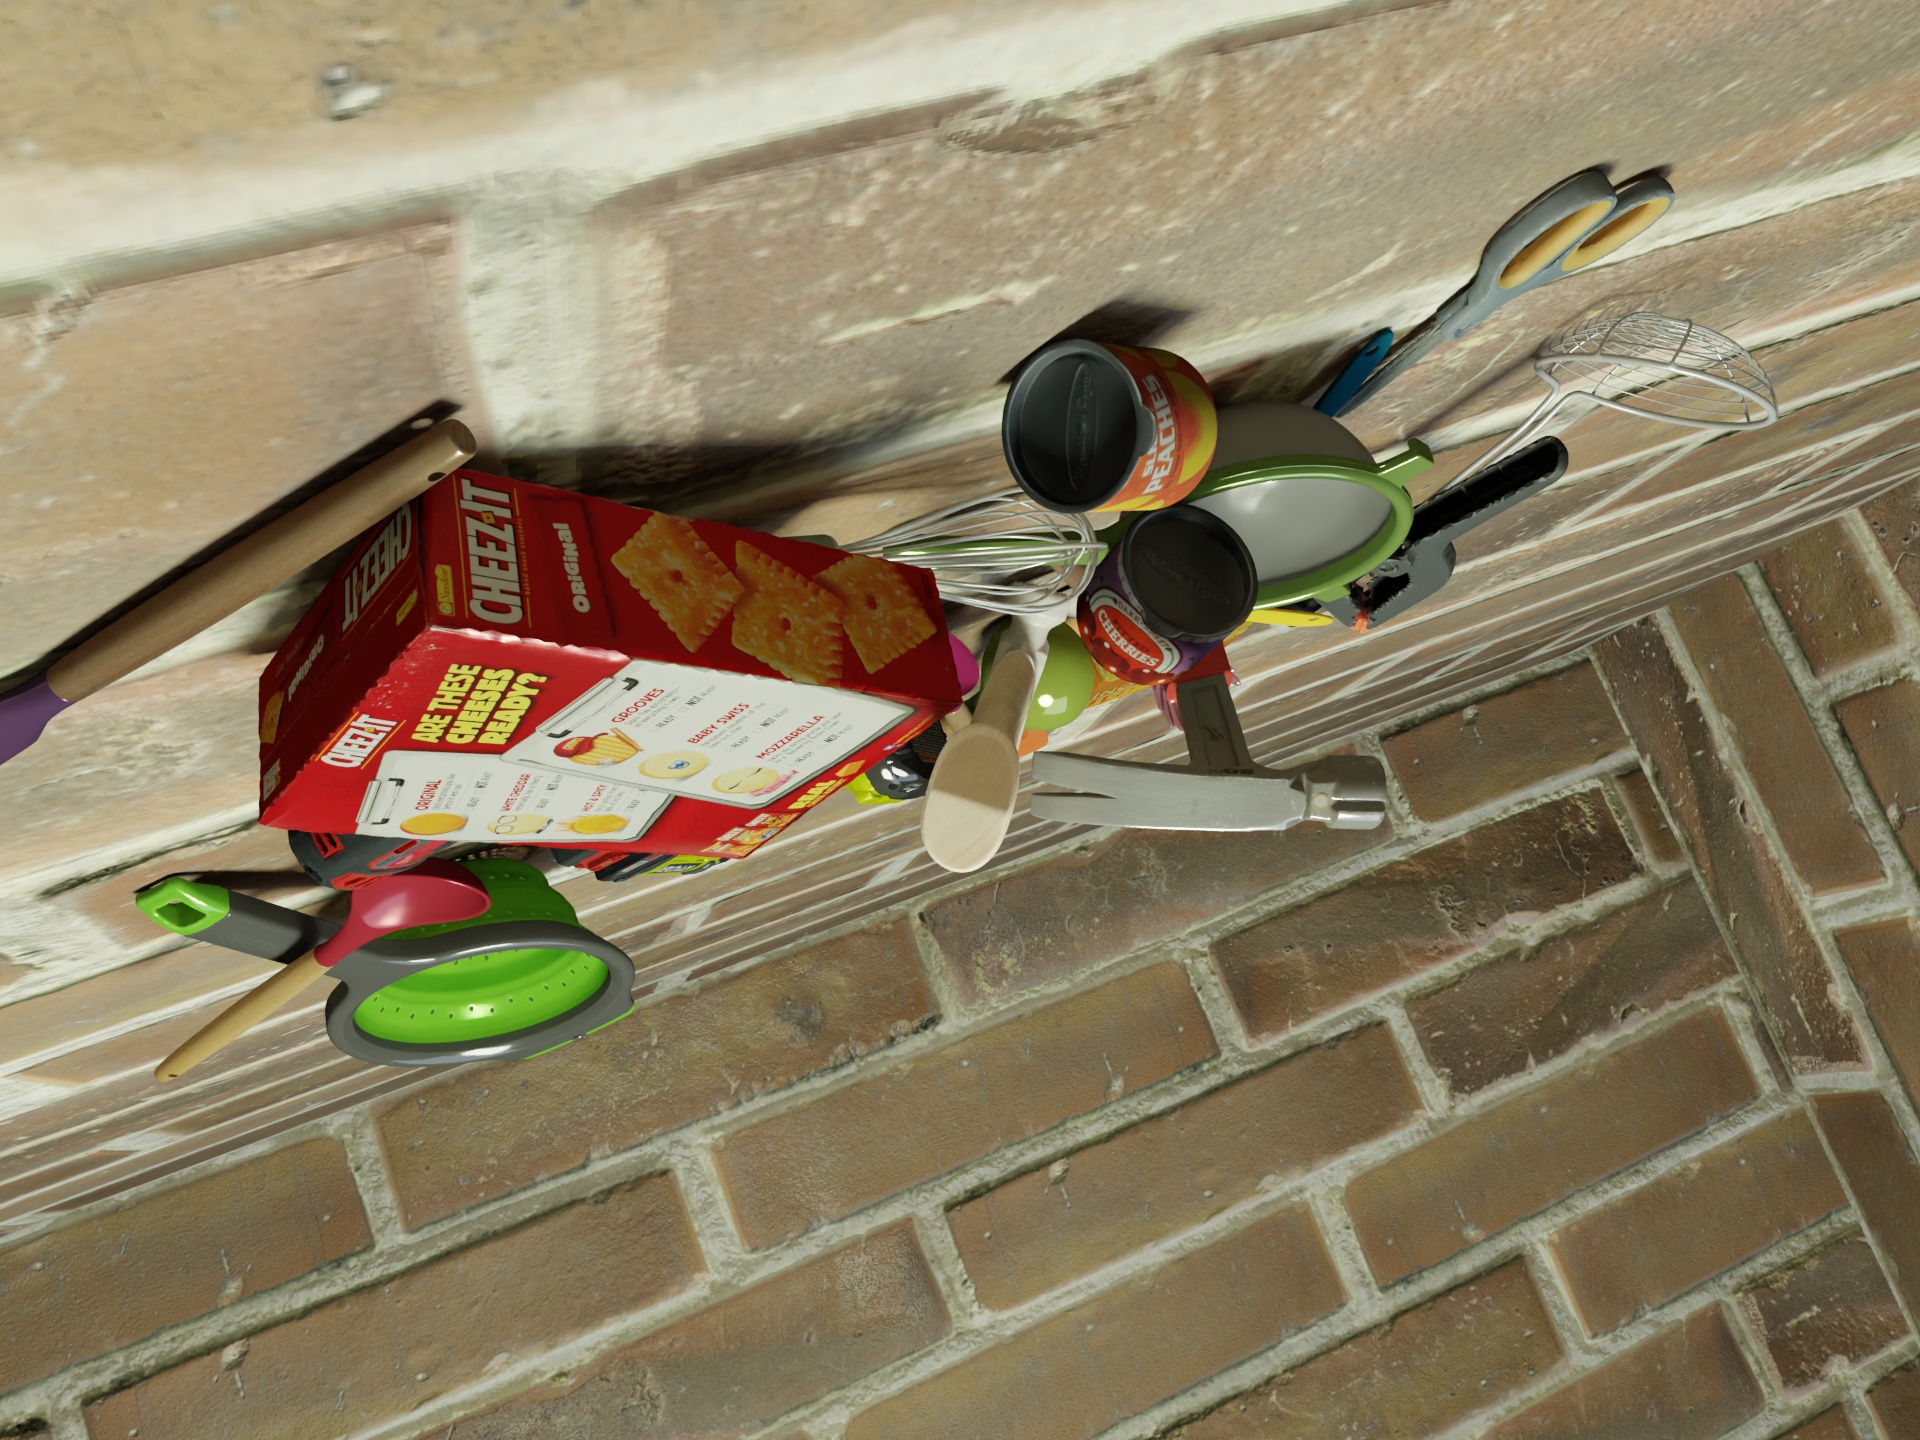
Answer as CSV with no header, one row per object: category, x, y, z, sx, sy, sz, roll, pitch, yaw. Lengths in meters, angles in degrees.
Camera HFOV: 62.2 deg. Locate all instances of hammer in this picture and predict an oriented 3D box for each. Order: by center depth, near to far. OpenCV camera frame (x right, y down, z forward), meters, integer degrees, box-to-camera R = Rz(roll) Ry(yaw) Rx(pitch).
hammer,0.013,0.018,0.761,0.038,0.146,0.411,16,-171,2
hammer,0.112,-0.031,0.828,0.149,0.036,0.359,3,-158,2

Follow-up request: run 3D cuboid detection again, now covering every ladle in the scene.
ladle,-0.384,0.149,0.927,0.315,0.031,0.069,-32,138,28
ladle,0.014,-0.011,1.146,0.062,0.078,0.320,-29,180,-18

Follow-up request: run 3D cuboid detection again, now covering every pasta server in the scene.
pasta server,0.115,-0.054,1.018,0.060,0.040,0.316,-42,155,8

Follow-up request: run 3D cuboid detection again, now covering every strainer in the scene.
strainer,0.089,-0.109,0.780,0.256,0.069,0.151,-3,159,-4

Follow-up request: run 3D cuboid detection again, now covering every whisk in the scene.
whisk,-0.047,-0.067,0.672,0.246,0.058,0.059,-7,-177,-25

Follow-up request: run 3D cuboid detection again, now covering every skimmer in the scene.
skimmer,0.317,-0.126,0.976,0.127,0.090,0.363,14,146,-28

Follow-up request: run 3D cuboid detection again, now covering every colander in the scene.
colander,-0.367,0.131,1.037,0.204,0.095,0.396,-25,152,13

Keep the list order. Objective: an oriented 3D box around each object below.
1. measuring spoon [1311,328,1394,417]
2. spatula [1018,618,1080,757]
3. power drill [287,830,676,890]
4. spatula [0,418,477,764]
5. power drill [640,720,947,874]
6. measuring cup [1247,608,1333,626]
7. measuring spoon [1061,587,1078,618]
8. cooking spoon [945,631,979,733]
measuring spoon,0.177,-0.161,0.806,0.042,0.021,0.128,-15,159,-29
spatula,0.058,-0.024,1.202,0.081,0.041,0.322,-18,169,-14
power drill,-0.201,0.026,0.819,0.188,0.080,0.226,-27,166,24
spatula,-0.283,-0.023,0.529,0.316,0.018,0.059,-24,169,20
power drill,-0.123,0.048,1.099,0.228,0.080,0.190,-21,171,13
measuring cup,0.184,-0.084,1.055,0.156,0.029,0.062,5,161,-28
measuring spoon,0.057,-0.061,1.059,0.034,0.018,0.124,-17,170,-28
cooking spoon,-0.002,-0.003,1.039,0.069,0.017,0.318,5,161,13
